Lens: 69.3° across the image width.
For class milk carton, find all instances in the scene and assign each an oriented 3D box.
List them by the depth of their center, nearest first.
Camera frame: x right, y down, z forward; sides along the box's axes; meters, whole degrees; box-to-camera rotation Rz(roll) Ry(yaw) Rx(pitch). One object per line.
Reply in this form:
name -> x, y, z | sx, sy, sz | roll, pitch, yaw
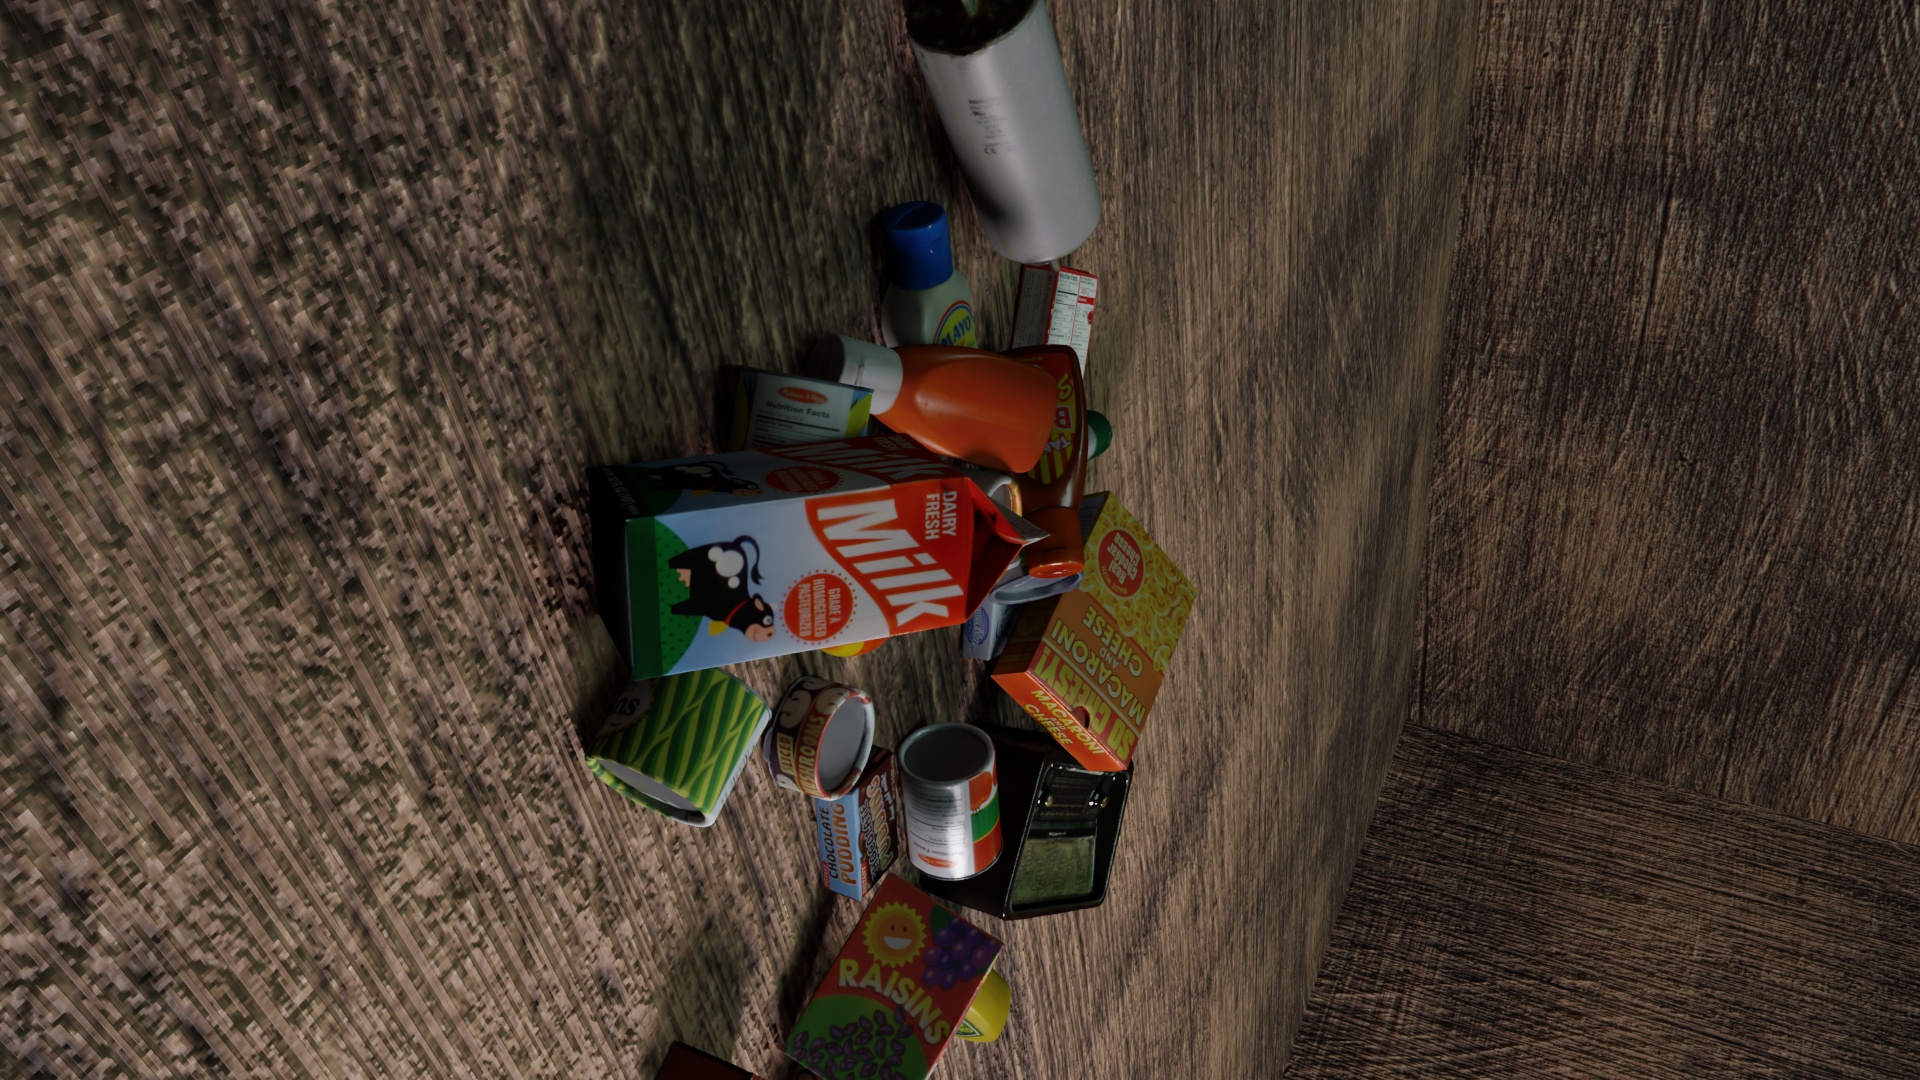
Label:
milk carton -> -0.060, 0.000, 0.617 | 0.191, 0.072, 0.073 | -9, 113, -25

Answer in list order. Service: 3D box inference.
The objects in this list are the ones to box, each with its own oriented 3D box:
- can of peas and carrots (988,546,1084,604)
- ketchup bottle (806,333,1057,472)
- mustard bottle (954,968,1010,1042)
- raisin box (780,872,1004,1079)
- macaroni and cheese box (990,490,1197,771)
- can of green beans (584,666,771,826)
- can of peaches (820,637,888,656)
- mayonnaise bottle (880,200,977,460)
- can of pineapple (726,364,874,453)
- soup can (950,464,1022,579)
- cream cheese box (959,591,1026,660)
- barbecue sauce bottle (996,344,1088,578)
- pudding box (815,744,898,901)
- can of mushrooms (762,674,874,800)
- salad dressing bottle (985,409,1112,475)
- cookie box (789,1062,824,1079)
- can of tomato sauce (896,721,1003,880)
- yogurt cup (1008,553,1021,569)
can of peas and carrots -> 0.047, 0.005, 0.940 | 0.071, 0.071, 0.059 | 27, 46, -64
ketchup bottle -> -0.014, -0.080, 0.764 | 0.149, 0.043, 0.064 | 11, 97, -40
mustard bottle -> -0.014, 0.309, 0.984 | 0.159, 0.065, 0.049 | 60, 42, -47
raisin box -> -0.040, 0.279, 0.850 | 0.123, 0.086, 0.040 | -57, 171, -15
macaroni and cheese box -> 0.103, 0.066, 1.020 | 0.123, 0.040, 0.167 | 45, 54, -27
can of green beans -> -0.129, 0.090, 0.635 | 0.058, 0.071, 0.071 | -63, 151, -27
can of peaches -> -0.066, 0.023, 0.732 | 0.058, 0.071, 0.071 | 47, 59, -62
mayonnaise bottle -> -0.017, -0.121, 0.802 | 0.065, 0.041, 0.147 | -46, 142, -37
can of pineapple -> -0.079, -0.052, 0.677 | 0.071, 0.071, 0.057 | -1, 102, -64
soup can -> -0.014, -0.011, 0.808 | 0.072, 0.084, 0.071 | -40, 136, -53
cream cheese box -> 0.034, 0.048, 1.006 | 0.104, 0.024, 0.053 | -21, 118, -61
barbecue sauce bottle -> 0.054, -0.051, 0.898 | 0.043, 0.065, 0.149 | 74, 9, -73
pudding box -> -0.063, 0.171, 0.851 | 0.050, 0.030, 0.083 | -39, 134, -52
can of mushrooms -> -0.079, 0.113, 0.788 | 0.071, 0.033, 0.070 | -40, 137, -52
salad dressing bottle -> 0.068, -0.066, 1.005 | 0.148, 0.044, 0.064 | -27, 123, -60
cookie box -> -0.094, 0.409, 0.884 | 0.168, 0.040, 0.122 | -63, 151, -26
can of tomato sauce -> -0.007, 0.172, 0.929 | 0.071, 0.071, 0.082 | -46, 140, -48
yogurt cup -> 0.003, -0.011, 0.870 | 0.072, 0.072, 0.053 | -24, 115, -60
